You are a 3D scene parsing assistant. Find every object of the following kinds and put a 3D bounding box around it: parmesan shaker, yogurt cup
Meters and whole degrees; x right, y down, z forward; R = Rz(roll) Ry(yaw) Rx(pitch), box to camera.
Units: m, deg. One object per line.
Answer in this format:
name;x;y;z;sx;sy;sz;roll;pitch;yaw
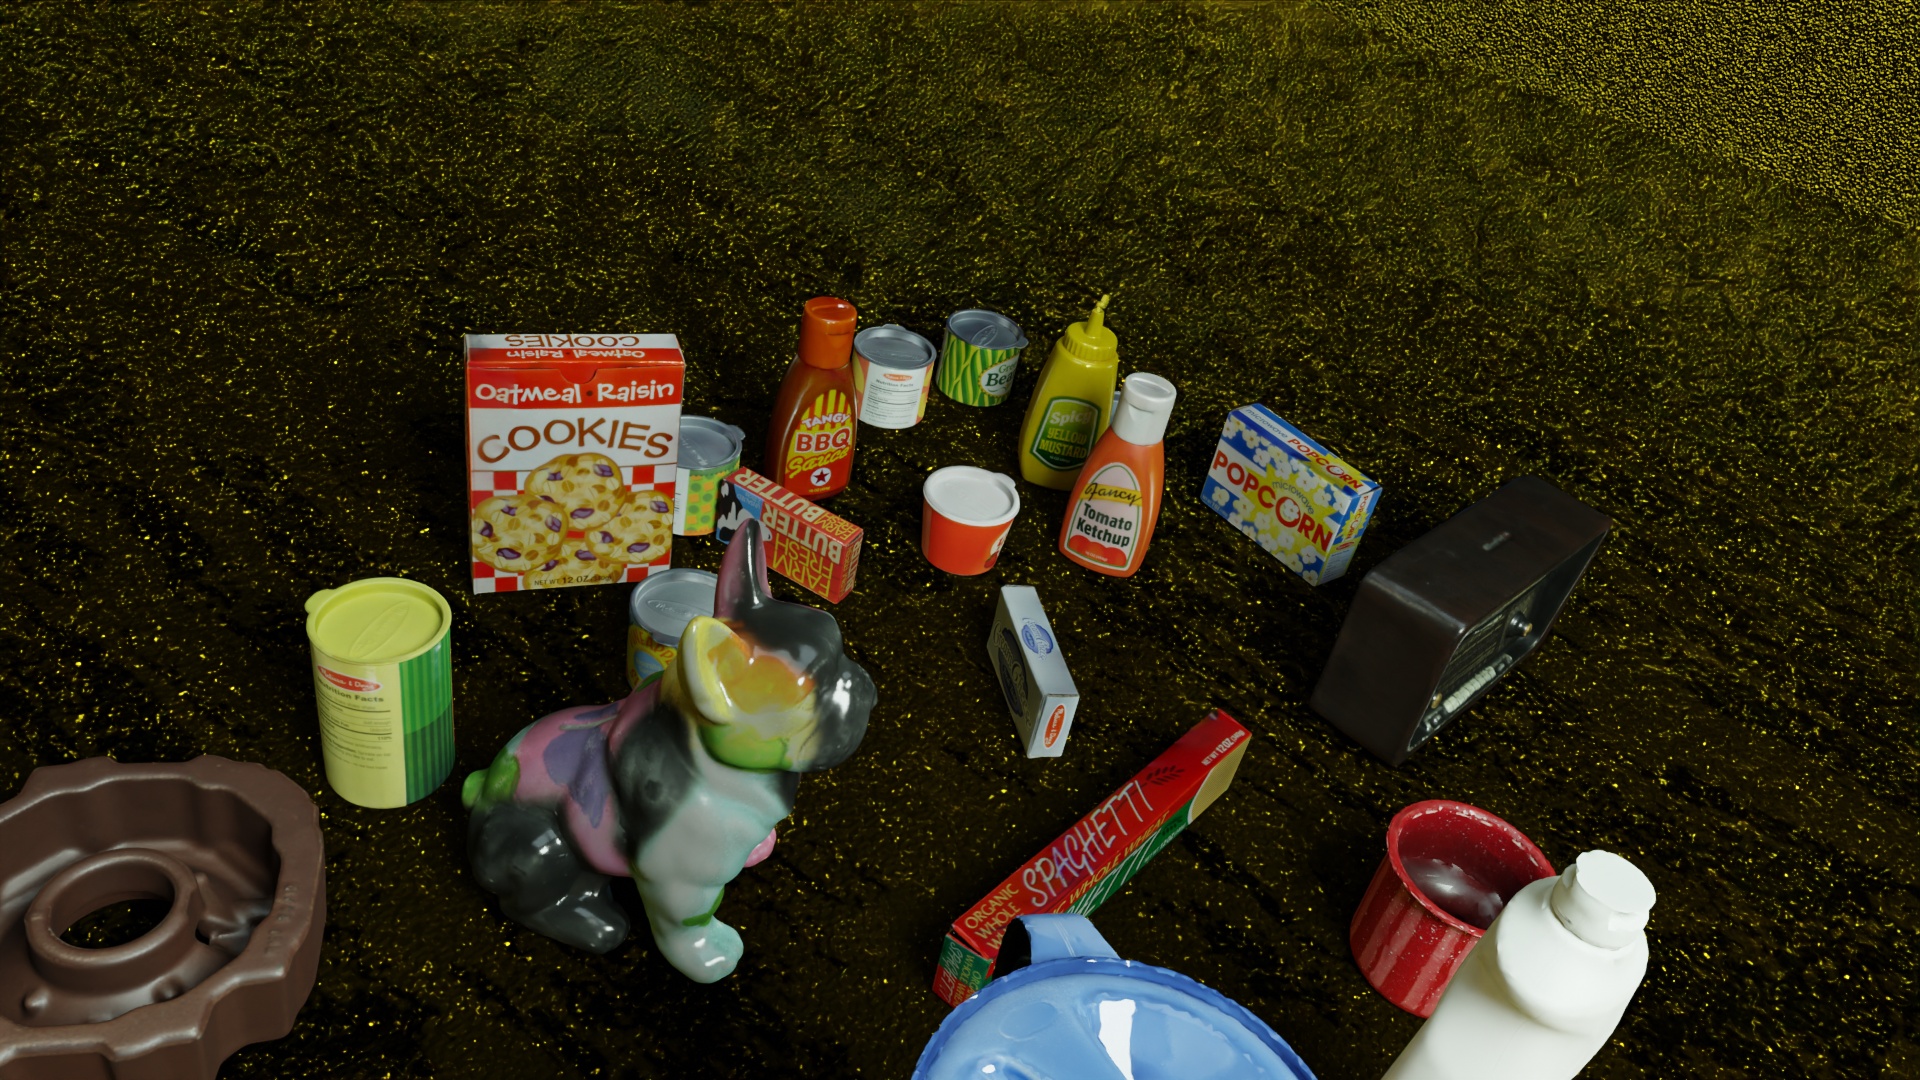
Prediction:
parmesan shaker;-0.299;0.078;0.718;0.071;0.102;0.072;9;36;-6
yogurt cup;0.003;-0.012;0.979;0.072;0.053;0.073;9;36;-6

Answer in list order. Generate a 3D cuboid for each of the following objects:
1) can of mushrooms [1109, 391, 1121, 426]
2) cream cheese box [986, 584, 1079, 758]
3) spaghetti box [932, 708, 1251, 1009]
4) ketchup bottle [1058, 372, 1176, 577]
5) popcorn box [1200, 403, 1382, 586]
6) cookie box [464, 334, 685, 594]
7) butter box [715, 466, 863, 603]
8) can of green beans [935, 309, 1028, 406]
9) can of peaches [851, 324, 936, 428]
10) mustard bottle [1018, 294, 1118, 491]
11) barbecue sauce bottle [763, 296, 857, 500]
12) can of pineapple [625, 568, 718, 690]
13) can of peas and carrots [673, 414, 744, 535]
can of mushrooms;0.128;-0.094;1.147;0.071;0.033;0.071;9;36;-6
cream cheese box;0.043;0.080;0.865;0.024;0.053;0.104;1;37;-17
spaghetti box;0.079;0.169;0.758;0.029;0.049;0.251;34;41;27
ketchup bottle;0.115;-0.047;0.979;0.065;0.148;0.044;21;36;11
popcorn box;0.249;-0.036;1.062;0.038;0.084;0.127;-18;46;-36
cookie box;-0.238;-0.046;0.852;0.123;0.166;0.040;-4;39;-22
butter box;-0.115;-0.004;0.931;0.103;0.052;0.024;27;38;19
can of green beans;0.016;-0.154;1.172;0.071;0.057;0.071;9;36;-6
can of peaches;-0.057;-0.132;1.120;0.071;0.057;0.071;9;36;-6
mustard bottle;0.087;-0.113;1.051;0.065;0.159;0.049;10;35;-3
barbecue sauce bottle;-0.101;-0.099;0.983;0.065;0.147;0.044;-10;41;-29
can of pineapple;-0.165;0.060;0.824;0.071;0.057;0.071;9;36;-6
can of peas and carrots;-0.185;-0.046;0.961;0.071;0.058;0.071;9;36;-6
